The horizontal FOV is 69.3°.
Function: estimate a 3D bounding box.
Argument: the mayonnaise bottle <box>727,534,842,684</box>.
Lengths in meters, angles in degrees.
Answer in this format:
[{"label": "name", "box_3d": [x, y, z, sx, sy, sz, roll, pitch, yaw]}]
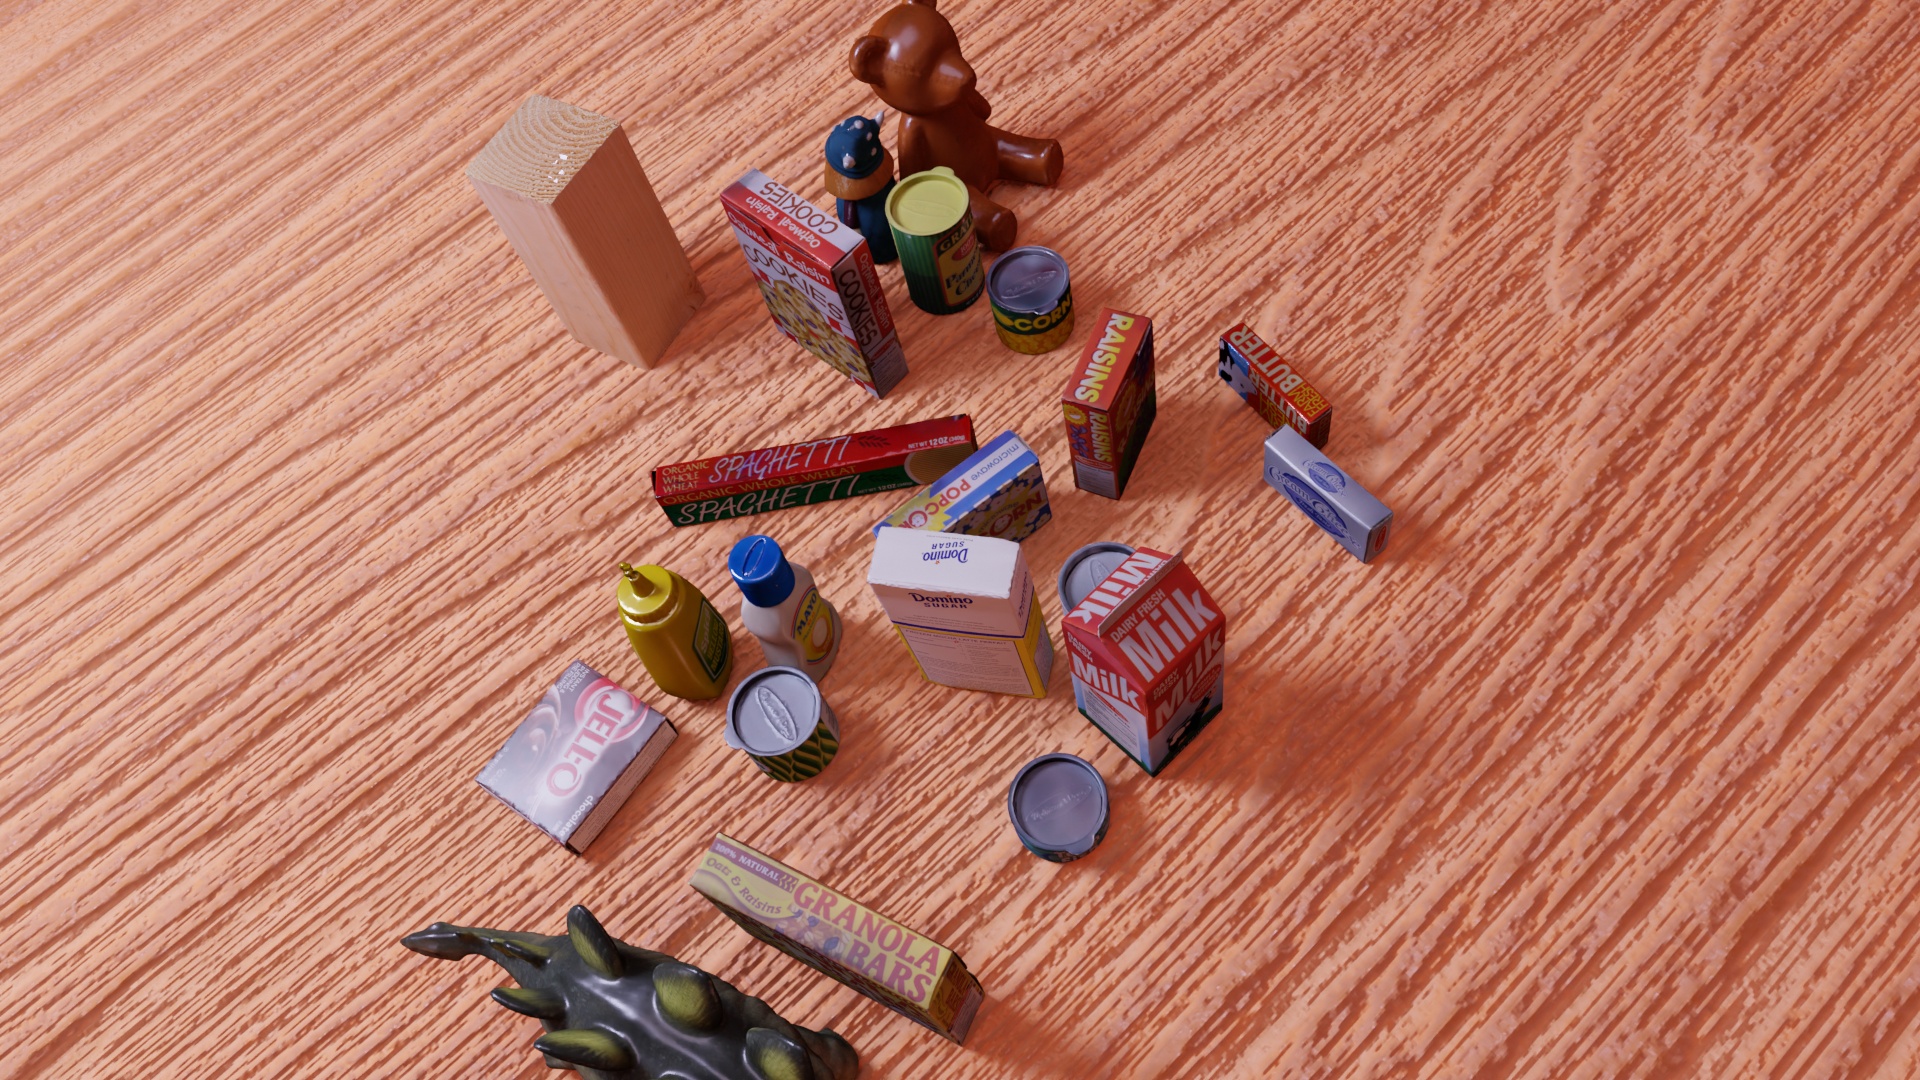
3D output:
[{"label": "mayonnaise bottle", "box_3d": [-0.121, 0.047, 0.957, 0.041, 0.147, 0.065, 14, 65, 17]}]

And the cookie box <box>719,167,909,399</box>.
[{"label": "cookie box", "box_3d": [-0.111, -0.196, 1.080, 0.123, 0.166, 0.040, 36, 73, 25]}]

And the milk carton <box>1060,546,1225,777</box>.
[{"label": "milk carton", "box_3d": [0.117, 0.072, 0.876, 0.072, 0.189, 0.073, -42, 63, -13]}]

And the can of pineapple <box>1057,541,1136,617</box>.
[{"label": "can of pineapple", "box_3d": [0.105, 0.043, 0.971, 0.071, 0.057, 0.071, -4, 61, 8]}]

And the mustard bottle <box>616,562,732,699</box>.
[{"label": "mustard bottle", "box_3d": [-0.201, 0.057, 0.958, 0.049, 0.159, 0.065, -1, 61, 10]}]

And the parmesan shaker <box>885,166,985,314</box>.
[{"label": "parmesan shaker", "box_3d": [-0.017, -0.241, 1.126, 0.071, 0.102, 0.071, -4, 61, 8]}]

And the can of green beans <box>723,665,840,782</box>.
[{"label": "can of green beans", "box_3d": [-0.122, 0.128, 0.963, 0.071, 0.057, 0.071, -4, 61, 8]}]

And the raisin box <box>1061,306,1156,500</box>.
[{"label": "raisin box", "box_3d": [0.110, -0.098, 1.011, 0.040, 0.123, 0.086, 18, 66, 19]}]

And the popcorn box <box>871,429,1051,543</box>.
[{"label": "popcorn box", "box_3d": [0.004, -0.013, 1.004, 0.127, 0.085, 0.038, -37, 61, -11]}]

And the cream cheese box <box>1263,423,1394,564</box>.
[{"label": "cream cheese box", "box_3d": [0.259, -0.033, 0.989, 0.024, 0.053, 0.104, -38, 62, -11]}]

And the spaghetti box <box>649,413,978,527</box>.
[{"label": "spaghetti box", "box_3d": [-0.111, -0.053, 1.067, 0.250, 0.050, 0.029, -10, 60, 5]}]

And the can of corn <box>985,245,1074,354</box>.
[{"label": "can of corn", "box_3d": [0.058, -0.189, 1.109, 0.071, 0.058, 0.071, -4, 61, 8]}]

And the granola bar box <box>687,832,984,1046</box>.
[{"label": "granola bar box", "box_3d": [-0.072, 0.244, 0.850, 0.166, 0.123, 0.039, 21, 67, 20]}]

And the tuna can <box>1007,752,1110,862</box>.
[{"label": "tuna can", "box_3d": [0.067, 0.179, 0.916, 0.071, 0.032, 0.071, -4, 60, 8]}]

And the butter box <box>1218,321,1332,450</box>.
[{"label": "butter box", "box_3d": [0.234, -0.112, 1.038, 0.024, 0.053, 0.104, -34, 61, -9]}]
